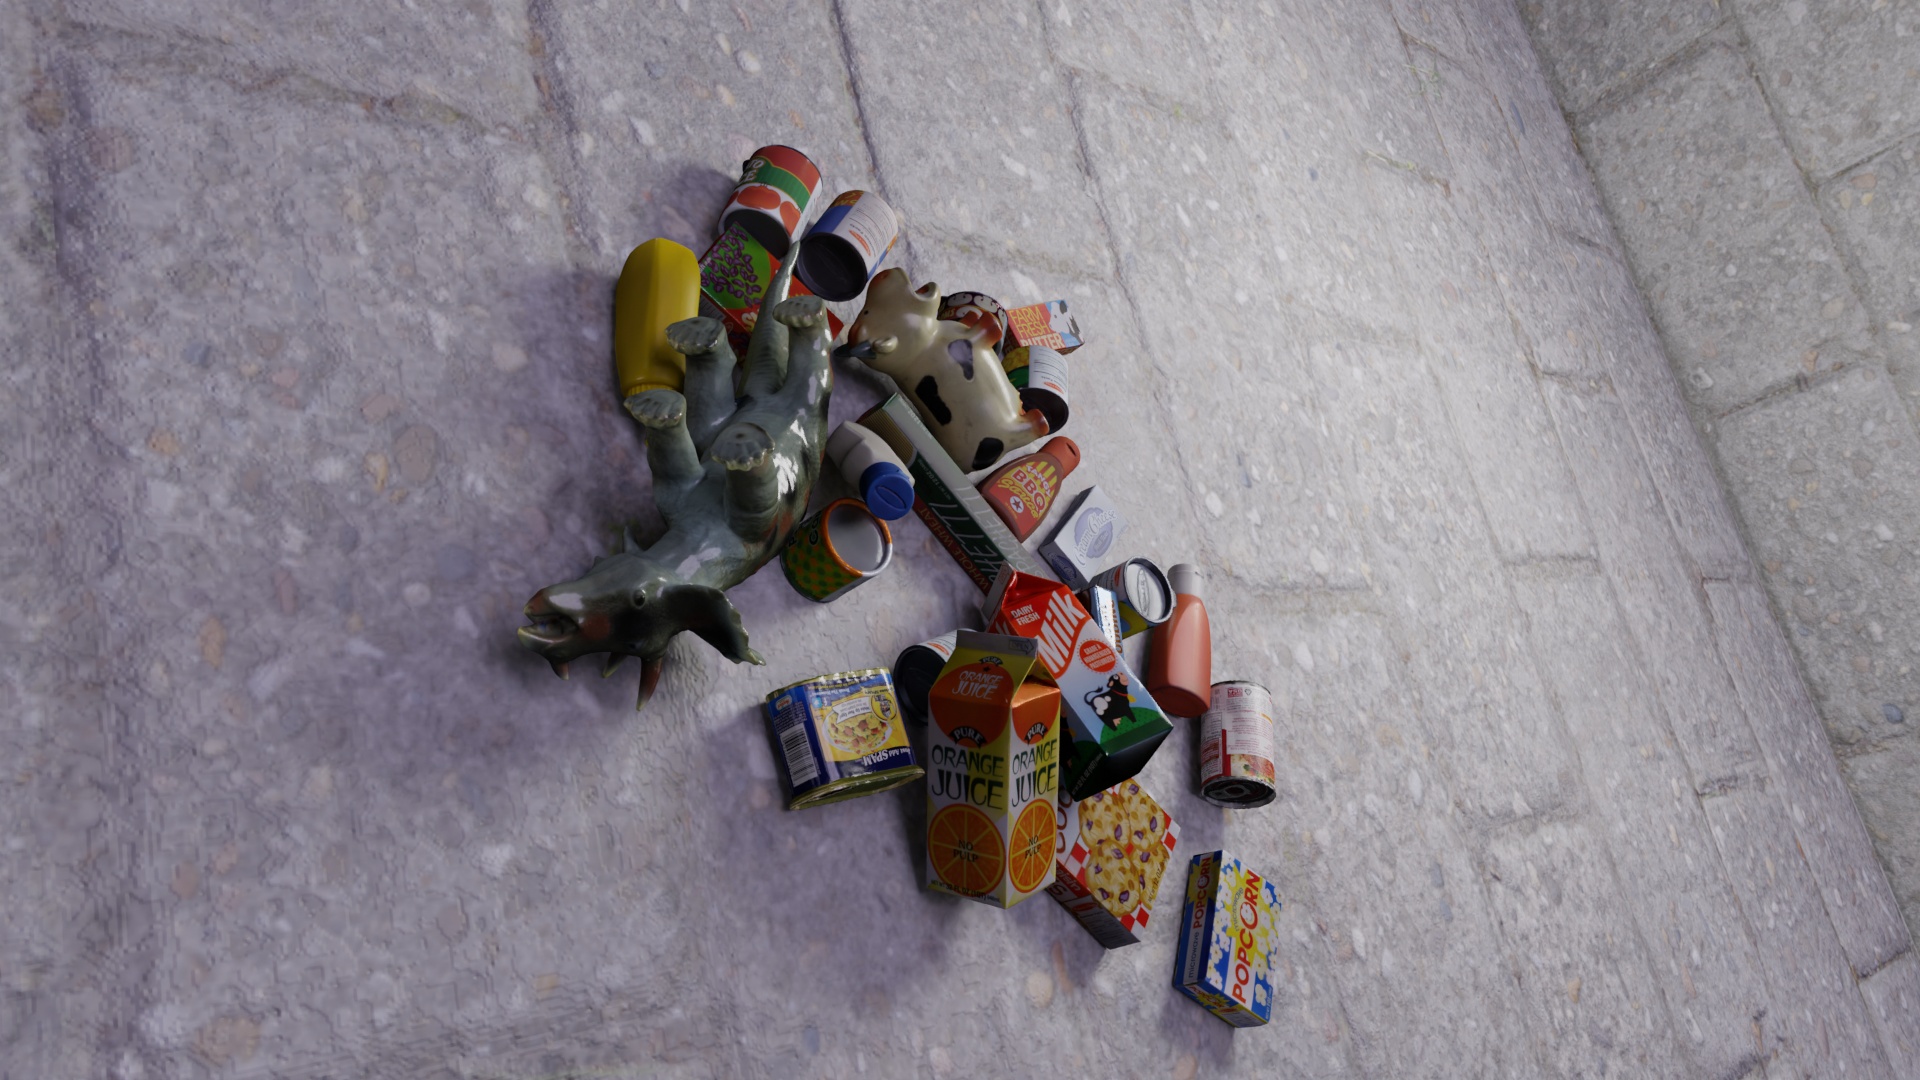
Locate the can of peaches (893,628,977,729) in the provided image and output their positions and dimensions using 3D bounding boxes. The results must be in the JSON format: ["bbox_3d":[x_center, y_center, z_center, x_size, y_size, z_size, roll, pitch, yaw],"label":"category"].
[{"bbox_3d":[-0.010,0.109,1.089,0.058,0.071,0.071,-17,81,-47],"label":"can of peaches"}]

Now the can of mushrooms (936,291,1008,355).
[{"bbox_3d":[0.006,-0.194,1.269,0.071,0.071,0.034,33,50,-27],"label":"can of mushrooms"}]

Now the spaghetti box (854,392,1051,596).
[{"bbox_3d":[0.004,-0.015,1.179,0.249,0.050,0.029,50,45,-11],"label":"spaghetti box"}]

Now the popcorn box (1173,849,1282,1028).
[{"bbox_3d":[0.234,0.346,1.208,0.085,0.038,0.127,37,47,-22],"label":"popcorn box"}]

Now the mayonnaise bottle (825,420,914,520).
[{"bbox_3d":[-0.067,-0.052,1.077,0.064,0.041,0.148,36,6,-20],"label":"mayonnaise bottle"}]

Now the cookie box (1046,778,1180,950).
[{"bbox_3d":[0.101,0.232,1.142,0.167,0.040,0.123,46,44,-14],"label":"cookie box"}]

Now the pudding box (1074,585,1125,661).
[{"bbox_3d":[0.116,0.087,1.230,0.030,0.049,0.084,17,57,-39],"label":"pudding box"}]

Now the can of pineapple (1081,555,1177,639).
[{"bbox_3d":[0.154,0.055,1.277,0.071,0.057,0.071,22,55,-34],"label":"can of pineapple"}]

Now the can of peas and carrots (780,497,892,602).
[{"bbox_3d":[-0.096,0.005,1.066,0.071,0.058,0.071,23,54,-34],"label":"can of peas and carrots"}]

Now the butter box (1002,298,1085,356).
[{"bbox_3d":[0.076,-0.206,1.372,0.104,0.024,0.053,-20,82,-48],"label":"butter box"}]

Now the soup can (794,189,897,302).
[{"bbox_3d":[-0.100,-0.254,1.200,0.071,0.071,0.084,44,40,-17],"label":"soup can"}]

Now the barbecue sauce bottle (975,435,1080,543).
[{"bbox_3d":[0.061,-0.048,1.256,0.065,0.043,0.149,53,42,-6],"label":"barbecue sauce bottle"}]

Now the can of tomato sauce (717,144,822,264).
[{"bbox_3d":[-0.160,-0.279,1.157,0.071,0.071,0.083,36,48,-24],"label":"can of tomato sauce"}]

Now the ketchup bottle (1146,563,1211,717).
[{"bbox_3d":[0.212,0.091,1.323,0.064,0.043,0.149,33,49,-28],"label":"ketchup bottle"}]

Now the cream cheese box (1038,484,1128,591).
[{"bbox_3d":[0.116,-0.003,1.298,0.053,0.024,0.104,49,43,-9],"label":"cream cheese box"}]

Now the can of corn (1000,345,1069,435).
[{"bbox_3d":[0.066,-0.138,1.294,0.071,0.071,0.058,30,44,-29],"label":"can of corn"}]

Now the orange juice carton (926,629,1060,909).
[{"bbox_3d":[0.025,0.163,1.021,0.073,0.072,0.192,-9,102,-56],"label":"orange juice carton"}]

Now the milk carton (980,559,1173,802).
[{"bbox_3d":[0.078,0.106,1.122,0.074,0.072,0.191,-17,57,-34],"label":"milk carton"}]

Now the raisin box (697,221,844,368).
[{"bbox_3d":[-0.164,-0.184,1.120,0.123,0.040,0.086,42,45,-17],"label":"raisin box"}]

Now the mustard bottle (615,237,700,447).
[{"bbox_3d":[-0.225,-0.141,1.025,0.049,0.065,0.160,15,66,-40],"label":"mustard bottle"}]
